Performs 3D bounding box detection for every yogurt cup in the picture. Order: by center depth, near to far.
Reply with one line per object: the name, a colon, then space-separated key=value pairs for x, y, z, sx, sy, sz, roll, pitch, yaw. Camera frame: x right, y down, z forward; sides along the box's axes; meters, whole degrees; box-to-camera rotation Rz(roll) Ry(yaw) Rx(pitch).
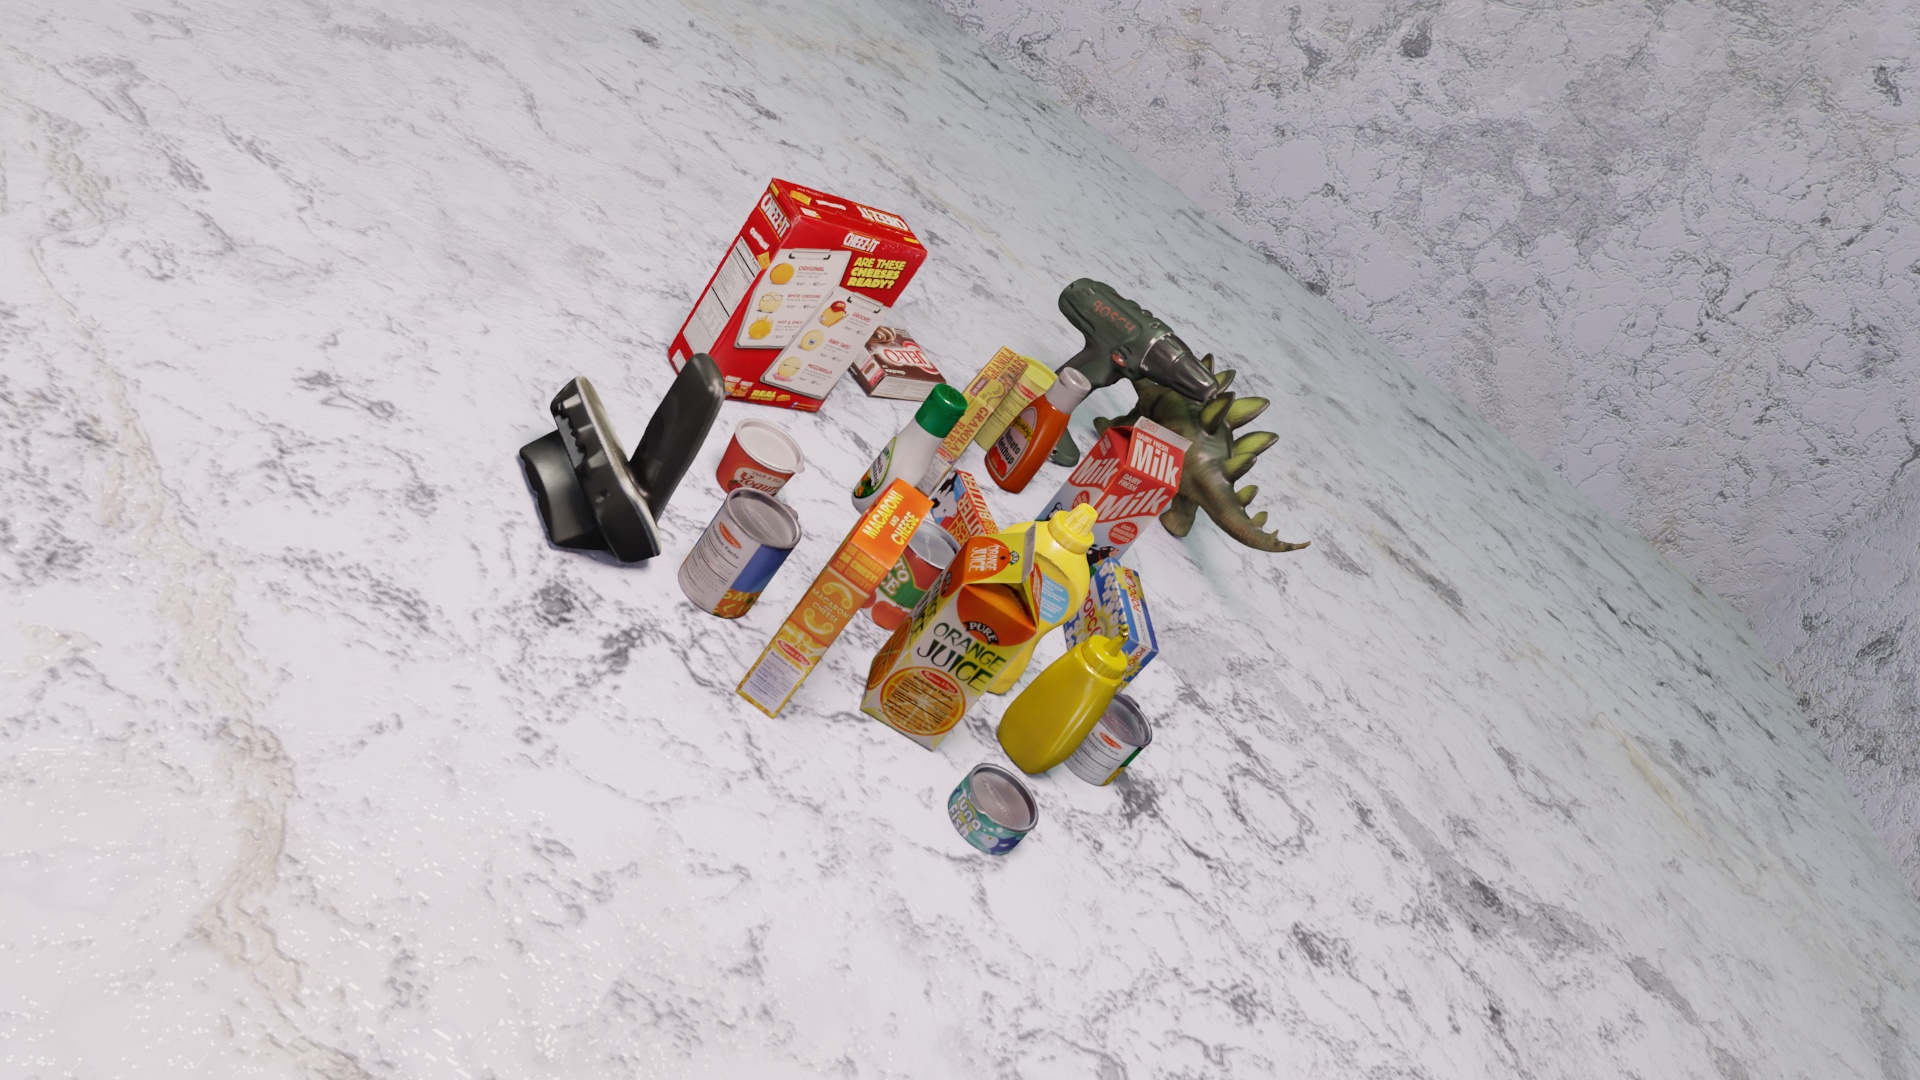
yogurt cup: x=-0.181 y=-0.067 z=1.233 sx=0.072 sy=0.053 sz=0.073 roll=29 pitch=29 yaw=-18

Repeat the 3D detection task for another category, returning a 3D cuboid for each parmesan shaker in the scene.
parmesan shaker: x=0.061 y=-0.153 z=1.591 sx=0.071 sy=0.102 sz=0.072 roll=29 pitch=29 yaw=-18

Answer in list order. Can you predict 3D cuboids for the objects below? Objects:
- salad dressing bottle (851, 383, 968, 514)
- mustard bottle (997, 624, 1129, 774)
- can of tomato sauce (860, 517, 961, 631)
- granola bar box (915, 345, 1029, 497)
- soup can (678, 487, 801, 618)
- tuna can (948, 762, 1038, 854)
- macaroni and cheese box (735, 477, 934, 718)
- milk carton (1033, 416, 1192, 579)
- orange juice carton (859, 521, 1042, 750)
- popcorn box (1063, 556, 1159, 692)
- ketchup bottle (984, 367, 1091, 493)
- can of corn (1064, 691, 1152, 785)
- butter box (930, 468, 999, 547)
salad dressing bottle: x=-0.047 y=-0.083 z=1.312 sx=0.044 sy=0.147 sz=0.064 roll=27 pitch=30 yaw=-21
mustard bottle: x=0.095 y=0.126 z=1.156 sx=0.049 sy=0.159 sz=0.065 roll=-5 pitch=50 yaw=-53
can of tomato sauce: x=-0.048 y=0.029 z=1.214 sx=0.071 sy=0.082 sz=0.071 roll=29 pitch=29 yaw=-18
granola bar box: x=0.006 y=-0.129 z=1.468 sx=0.039 sy=0.123 sz=0.166 roll=37 pitch=28 yaw=-2
soup can: x=-0.173 y=0.010 z=1.096 sx=0.071 sy=0.083 sz=0.072 roll=29 pitch=29 yaw=-18
tuna can: x=0.024 y=0.210 z=1.083 sx=0.071 sy=0.032 sz=0.071 roll=29 pitch=29 yaw=-18
macaroni and cheese box: x=-0.095 y=0.042 z=1.052 sx=0.040 sy=0.165 sz=0.124 roll=37 pitch=28 yaw=-4
milk carton: x=0.159 y=-0.047 z=1.453 sx=0.072 sy=0.189 sz=0.074 roll=23 pitch=31 yaw=-27
orange juice carton: x=0.004 y=0.069 z=1.099 sx=0.073 sy=0.191 sz=0.072 roll=32 pitch=28 yaw=-12
popcorn box: x=0.143 y=0.088 z=1.346 sx=0.038 sy=0.085 sz=0.127 roll=27 pitch=30 yaw=-21
ketchup bottle: x=0.087 y=-0.124 z=1.528 sx=0.043 sy=0.148 sz=0.065 roll=15 pitch=35 yaw=-37
can of corn: x=0.127 y=0.173 z=1.231 sx=0.071 sy=0.058 sz=0.071 roll=29 pitch=29 yaw=-18
butter box: x=0.005 y=-0.017 z=1.376 sx=0.024 sy=0.053 sz=0.104 roll=15 pitch=36 yaw=-37
